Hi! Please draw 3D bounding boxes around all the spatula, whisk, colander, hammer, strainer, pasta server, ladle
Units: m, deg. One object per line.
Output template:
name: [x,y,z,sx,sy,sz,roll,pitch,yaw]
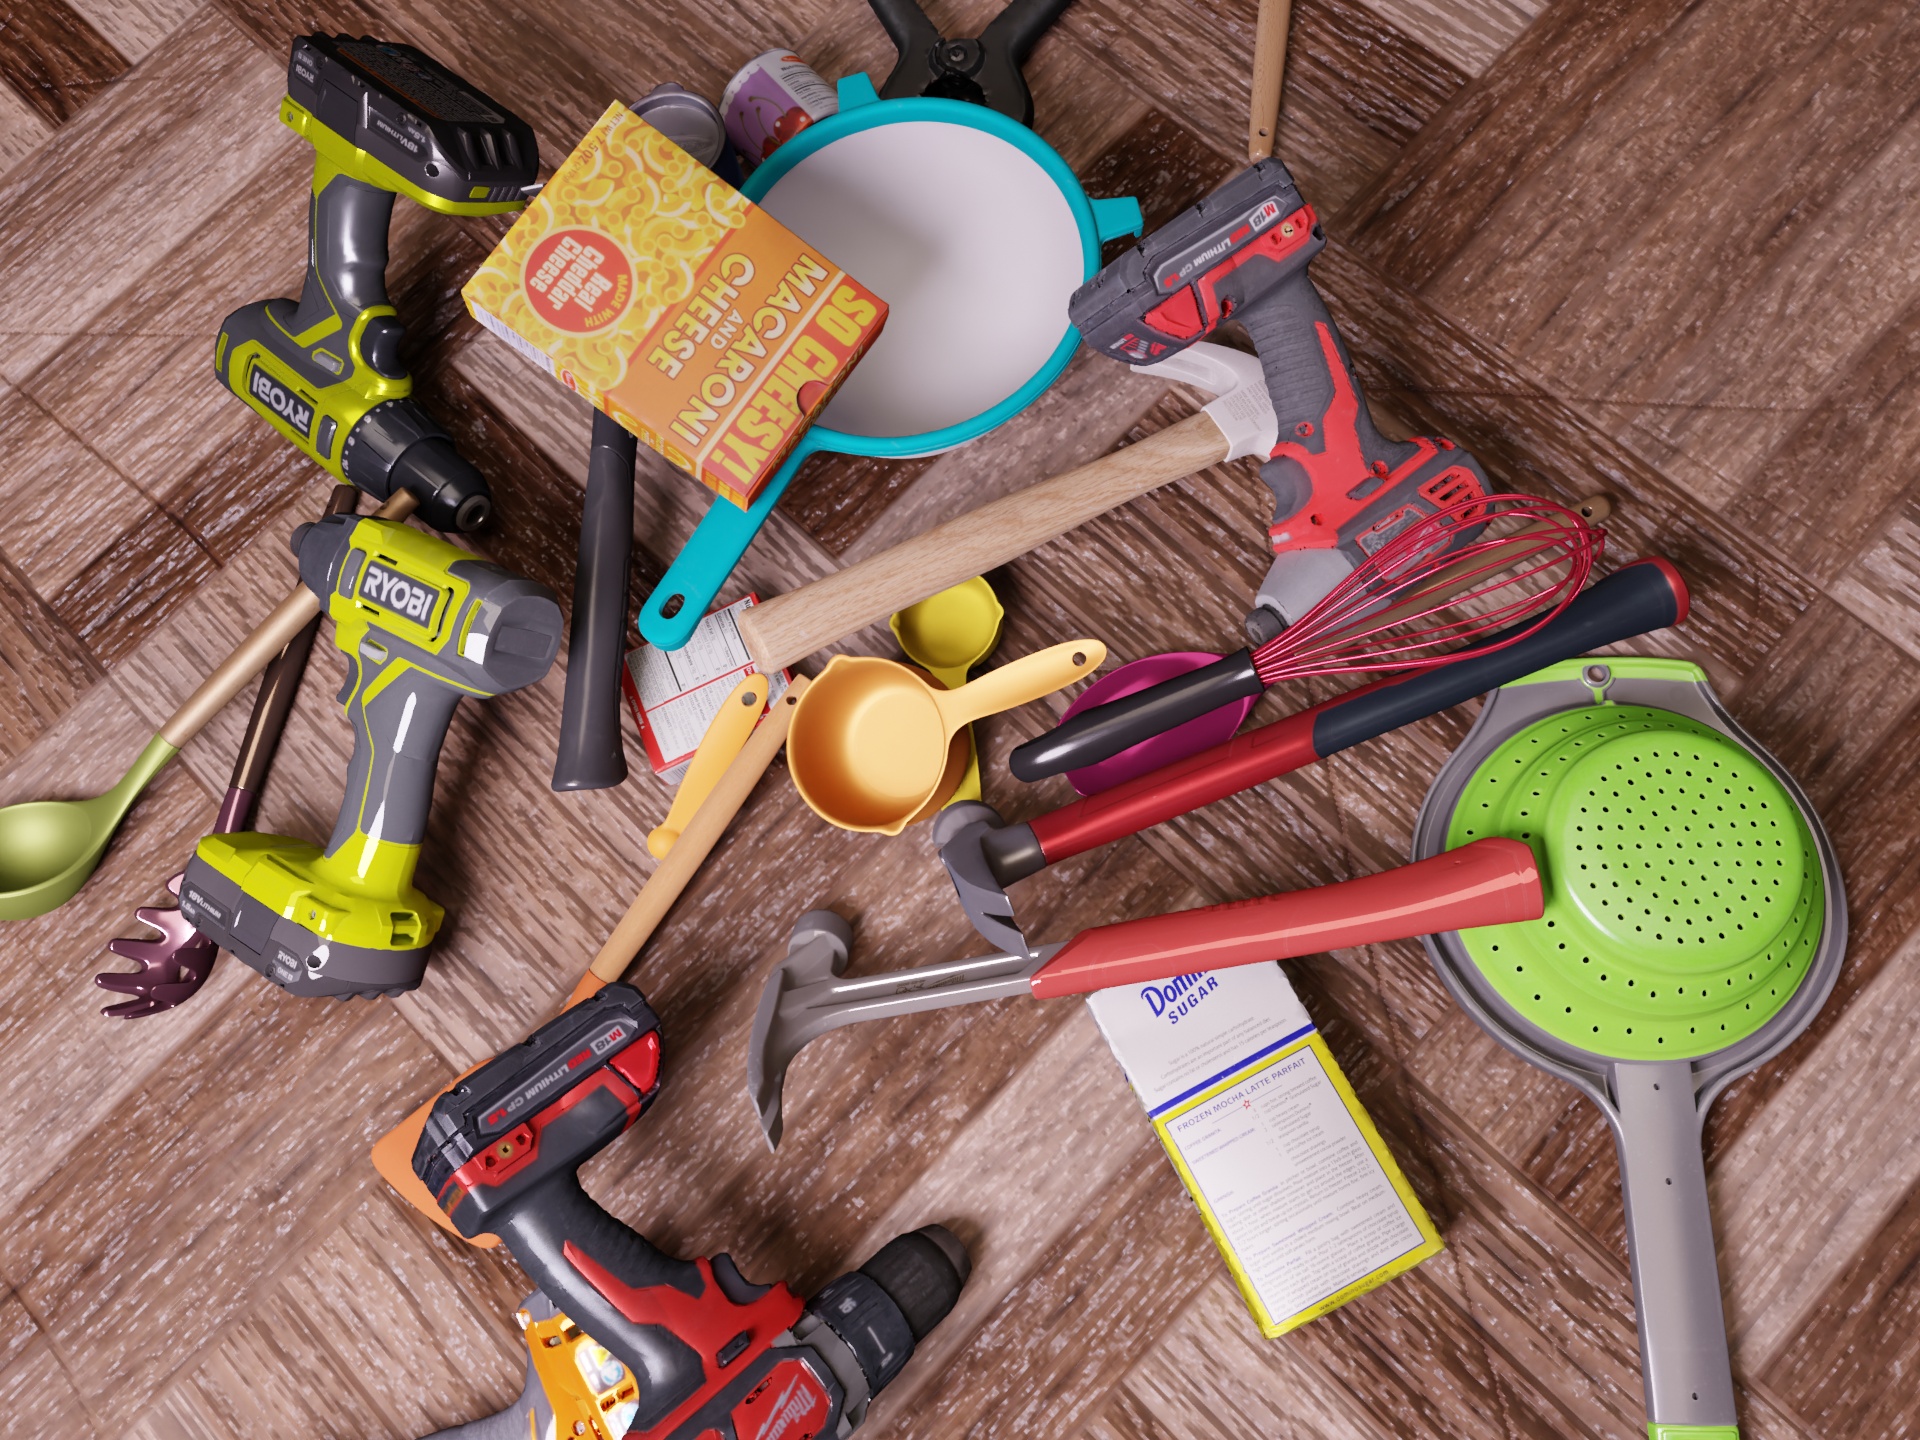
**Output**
spatula: [0.192,-0.479,0.952,0.082,0.044,0.318,6,75,5]
whisk: [0.157,-0.032,0.749,0.296,0.073,0.073,-23,72,14]
colander: [0.322,0.146,0.721,0.204,0.094,0.397,-2,73,6]
hammer: [0.081,0.110,0.725,0.359,0.149,0.036,-11,115,9]
strainer: [-0.060,-0.171,0.863,0.211,0.095,0.340,30,82,15]
hammer: [-0.186,-0.124,0.835,0.035,0.146,0.335,-4,73,20]
pasta server: [-0.392,0.010,0.874,0.060,0.040,0.316,1,70,33]
hammer: [0.177,0.008,0.757,0.386,0.143,0.038,-21,105,-5]
ladle: [-0.415,-0.015,0.853,0.320,0.062,0.078,-45,49,0]
spatula: [-0.170,0.110,0.806,0.081,0.041,0.322,34,87,9]
hammer: [0.038,-0.109,0.827,0.331,0.031,0.130,-26,69,-17]

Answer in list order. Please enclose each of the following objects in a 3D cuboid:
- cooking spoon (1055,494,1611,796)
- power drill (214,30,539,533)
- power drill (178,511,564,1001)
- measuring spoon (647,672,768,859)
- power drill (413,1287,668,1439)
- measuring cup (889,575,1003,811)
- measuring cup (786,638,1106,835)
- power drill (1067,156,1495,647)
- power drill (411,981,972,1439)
cooking spoon: [0.196,-0.044,0.833,0.319,0.017,0.069,-26,75,-1]
power drill: [-0.311,-0.230,0.867,0.191,0.080,0.228,37,122,16]
power drill: [-0.304,0.012,0.801,0.171,0.080,0.223,23,95,29]
measuring spoon: [-0.131,0.026,0.828,0.021,0.011,0.117,27,104,-20]
power drill: [-0.213,0.370,0.724,0.226,0.084,0.164,-31,72,-8]
measuring cup: [-0.001,-0.004,0.845,0.062,0.029,0.156,-6,85,12]
measuring cup: [-0.001,-0.003,0.801,0.173,0.052,0.095,-22,81,16]
power drill: [0.157,-0.148,0.789,0.143,0.078,0.219,-37,99,-12]
power drill: [-0.117,0.232,0.722,0.188,0.080,0.227,-32,78,-35]
